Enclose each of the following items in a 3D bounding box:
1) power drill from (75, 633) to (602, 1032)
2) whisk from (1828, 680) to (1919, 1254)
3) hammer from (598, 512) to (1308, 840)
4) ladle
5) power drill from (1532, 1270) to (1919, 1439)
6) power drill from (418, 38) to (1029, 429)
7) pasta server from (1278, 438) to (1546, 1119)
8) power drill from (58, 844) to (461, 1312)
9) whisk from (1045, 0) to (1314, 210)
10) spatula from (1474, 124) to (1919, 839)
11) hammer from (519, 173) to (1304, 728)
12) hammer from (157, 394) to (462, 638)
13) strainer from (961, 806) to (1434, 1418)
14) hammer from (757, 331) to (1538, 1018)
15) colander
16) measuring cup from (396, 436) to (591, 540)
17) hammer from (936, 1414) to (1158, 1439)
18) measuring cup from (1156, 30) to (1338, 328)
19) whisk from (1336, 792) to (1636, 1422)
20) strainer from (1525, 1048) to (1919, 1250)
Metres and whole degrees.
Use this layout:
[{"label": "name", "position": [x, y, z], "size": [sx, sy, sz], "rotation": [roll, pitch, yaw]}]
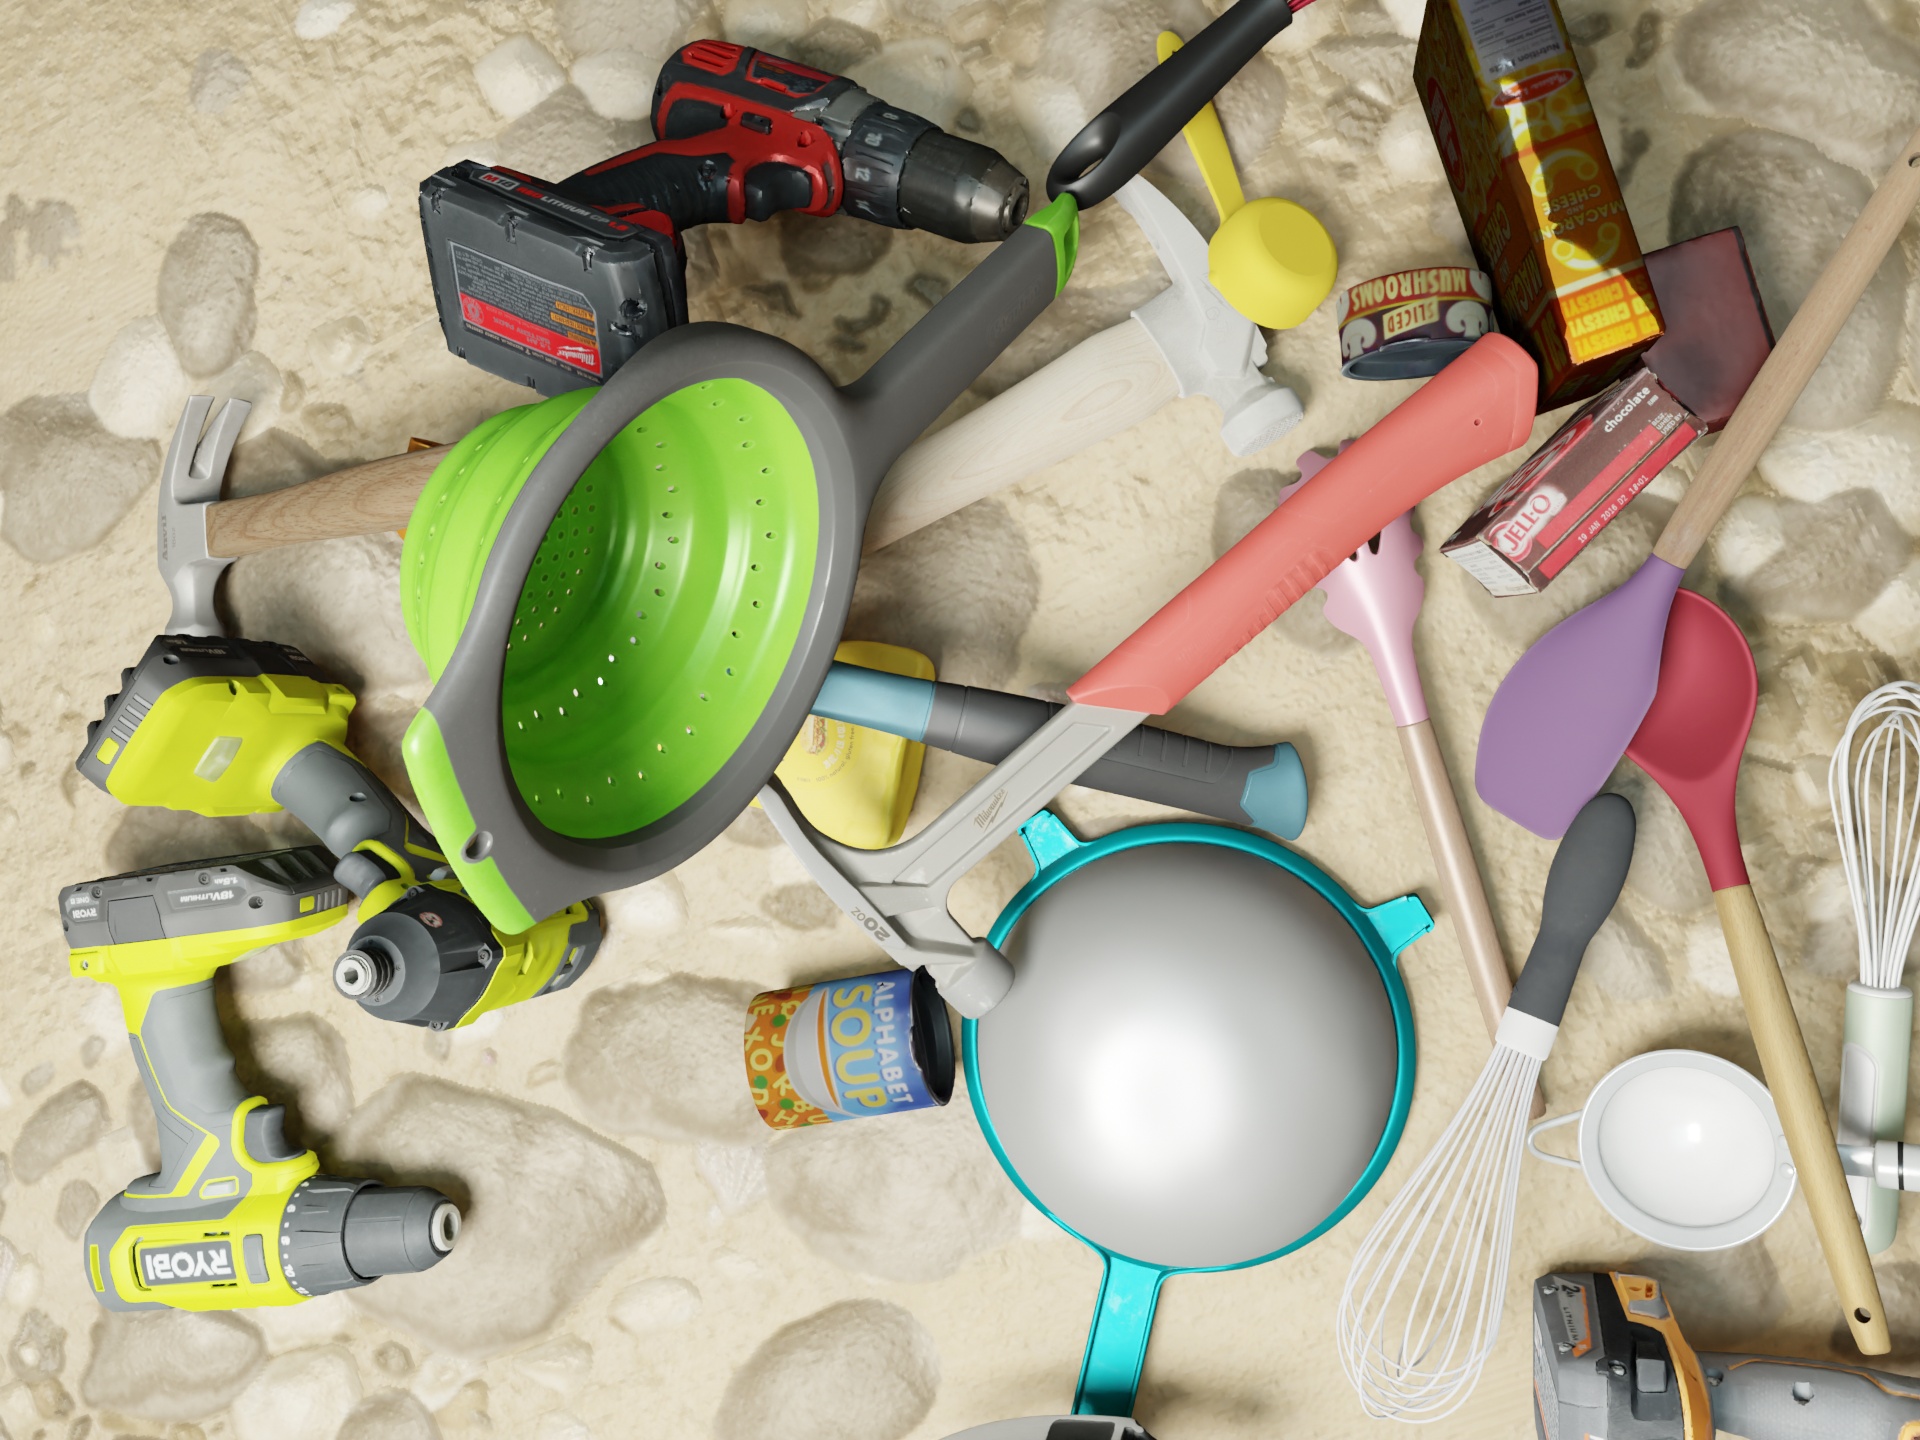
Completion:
[{"label": "power drill", "position": [-0.291, 0.055, 0.745], "size": [0.223, 0.171, 0.080], "rotation": [37, 97, 12]}, {"label": "whisk", "position": [0.388, 0.106, 0.671], "size": [0.059, 0.058, 0.246], "rotation": [-1, 95, -19]}, {"label": "hammer", "position": [-0.001, -0.002, 0.698], "size": [0.331, 0.033, 0.128], "rotation": [13, 99, -9]}, {"label": "ladle", "position": [0.327, 0.094, 0.656], "size": [0.069, 0.031, 0.316], "rotation": [-22, 70, 35]}, {"label": "power drill", "position": [0.347, 0.283, 0.613], "size": [0.226, 0.185, 0.084], "rotation": [0, 92, 14]}, {"label": "power drill", "position": [-0.094, -0.216, 0.686], "size": [0.188, 0.227, 0.080], "rotation": [25, 138, 18]}, {"label": "pasta server", "position": [0.211, 0.026, 0.717], "size": [0.060, 0.040, 0.316], "rotation": [-17, 91, 11]}, {"label": "power drill", "position": [-0.357, 0.184, 0.807], "size": [0.190, 0.080, 0.228], "rotation": [-8, 92, 12]}, {"label": "whisk", "position": [0.152, -0.326, 0.692], "size": [0.296, 0.073, 0.073], "rotation": [-40, 83, 6]}, {"label": "spatula", "position": [0.303, -0.089, 0.654], "size": [0.060, 0.018, 0.315], "rotation": [36, 116, 25]}, {"label": "hammer", "position": [-0.056, -0.097, 0.723], "size": [0.410, 0.038, 0.146], "rotation": [-30, 83, -1]}, {"label": "hammer", "position": [-0.287, -0.103, 0.740], "size": [0.331, 0.031, 0.130], "rotation": [-3, 91, 38]}, {"label": "strainer", "position": [0.083, 0.216, 0.708], "size": [0.211, 0.095, 0.340], "rotation": [13, 92, 11]}, {"label": "hammer", "position": [0.087, -0.038, 0.664], "size": [0.359, 0.037, 0.149], "rotation": [-41, 105, 4]}, {"label": "colander", "position": [-0.085, -0.103, 0.613], "size": [0.094, 0.204, 0.397], "rotation": [23, 55, 24]}, {"label": "measuring cup", "position": [-0.199, -0.085, 0.744], "size": [0.174, 0.095, 0.052], "rotation": [26, 100, 39]}, {"label": "hammer", "position": [0.052, 0.476, 0.726], "size": [0.146, 0.035, 0.334], "rotation": [1, 100, 16]}, {"label": "measuring cup", "position": [0.125, -0.251, 0.717], "size": [0.062, 0.029, 0.156], "rotation": [-14, 78, -29]}, {"label": "whisk", "position": [0.229, 0.163, 0.678], "size": [0.070, 0.070, 0.284], "rotation": [21, 88, 10]}, {"label": "strainer", "position": [0.370, 0.181, 0.648], "size": [0.258, 0.050, 0.087], "rotation": [-1, 93, 32]}]
